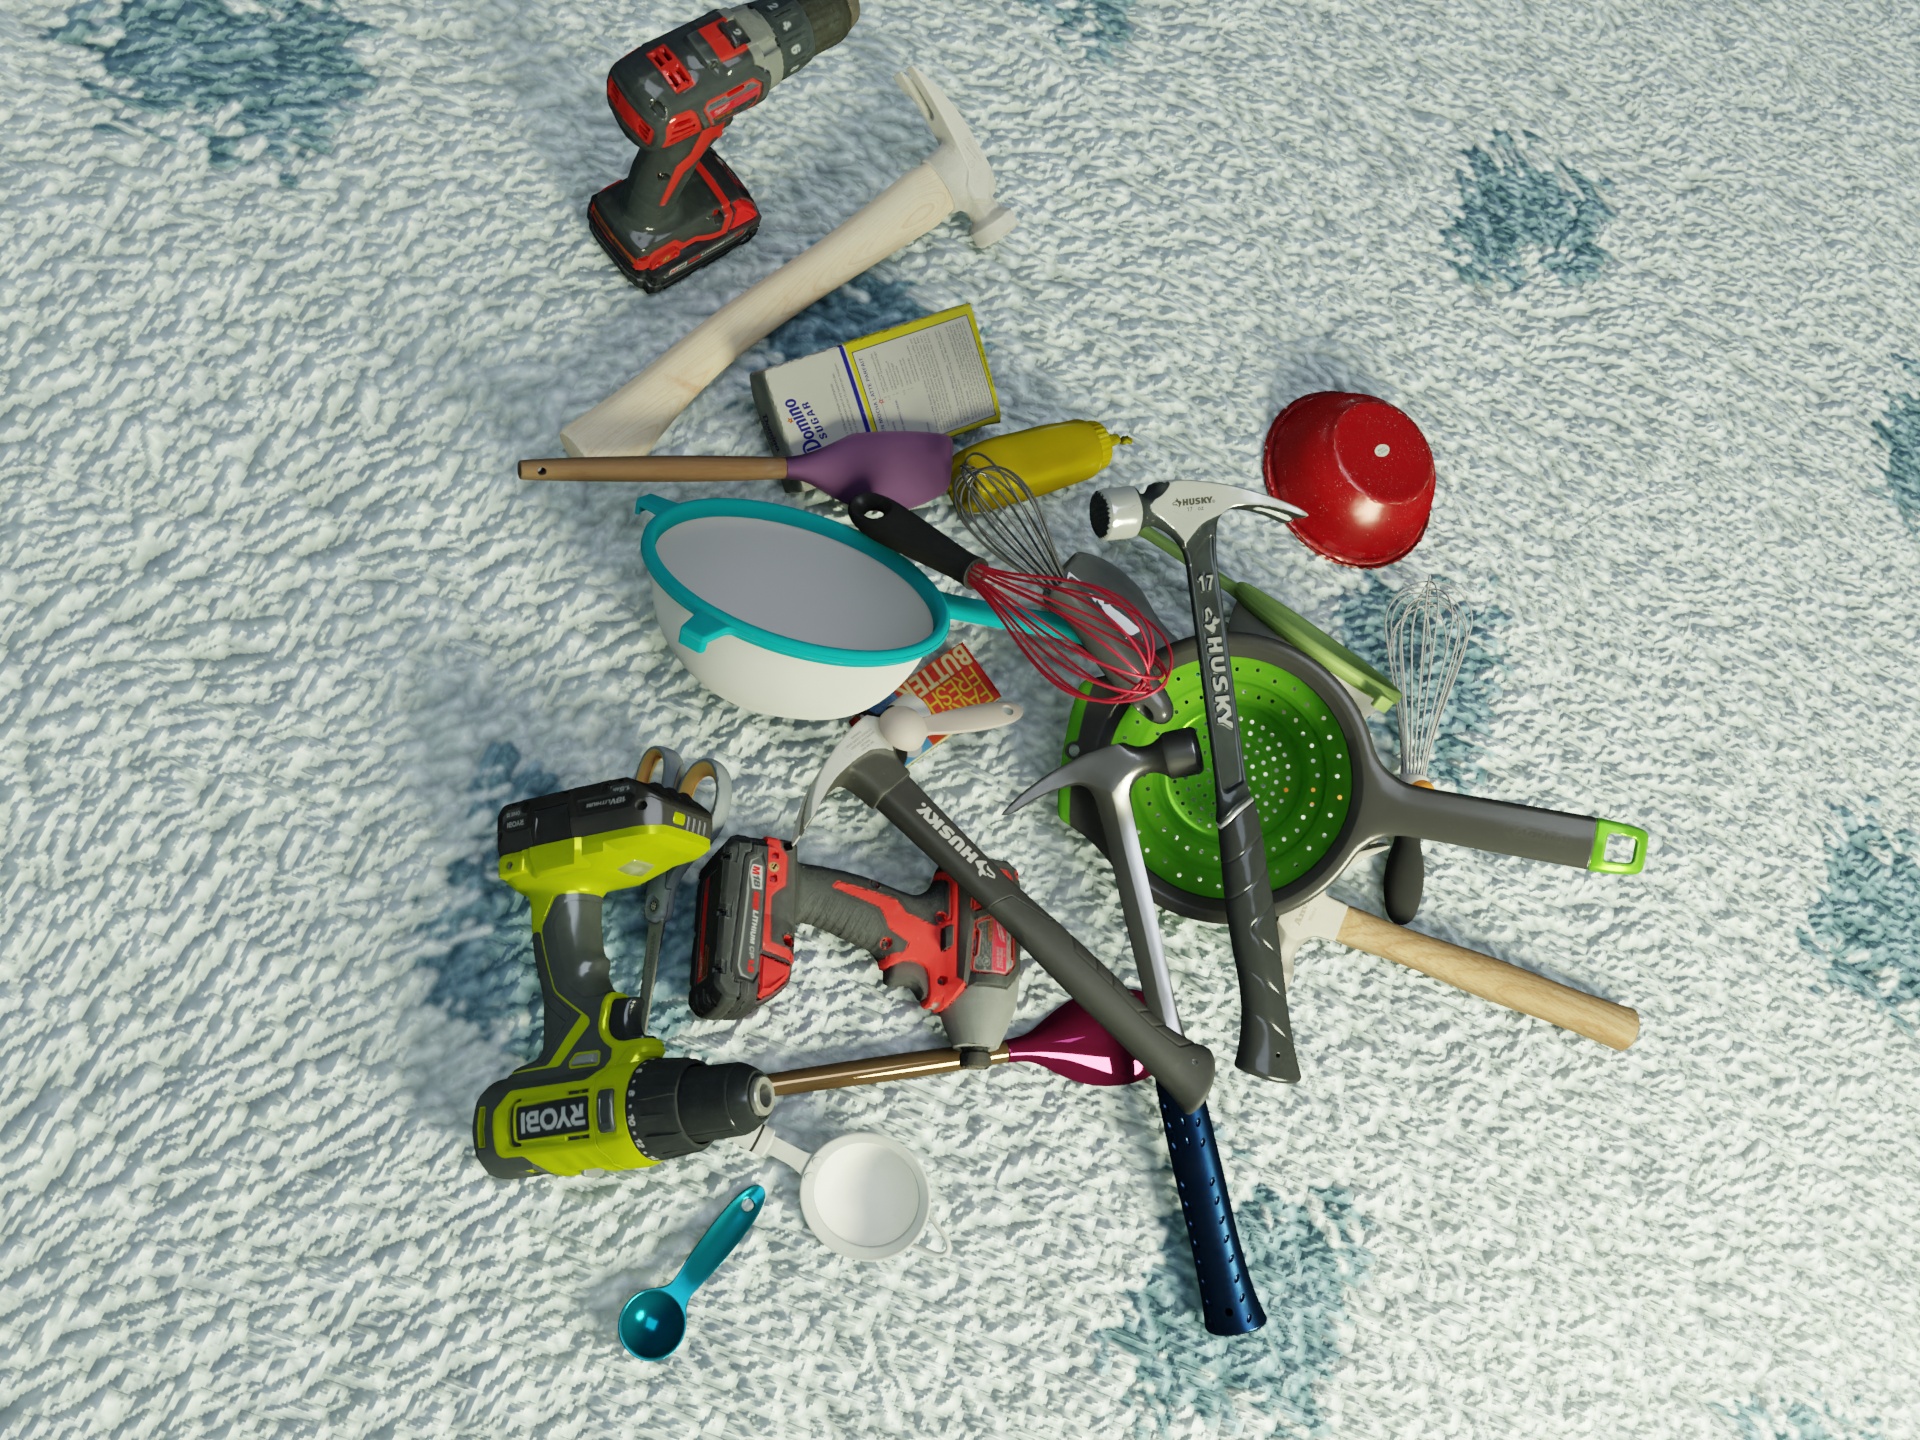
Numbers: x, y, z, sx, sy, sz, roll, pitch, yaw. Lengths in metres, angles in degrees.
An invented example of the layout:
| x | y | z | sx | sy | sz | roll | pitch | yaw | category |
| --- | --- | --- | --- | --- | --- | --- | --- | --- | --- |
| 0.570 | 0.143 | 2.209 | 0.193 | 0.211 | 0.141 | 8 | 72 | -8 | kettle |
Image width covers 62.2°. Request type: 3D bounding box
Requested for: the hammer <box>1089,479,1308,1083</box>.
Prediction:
| x | y | z | sx | sy | sz | roll | pitch | yaw | category |
| --- | --- | --- | --- | --- | --- | --- | --- | --- | --- |
| 0.185 | 0.040 | 1.063 | 0.149 | 0.036 | 0.409 | -8 | 90 | -19 | hammer |

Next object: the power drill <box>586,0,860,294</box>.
| x | y | z | sx | sy | sz | roll | pitch | yaw | category |
| --- | --- | --- | --- | --- | --- | --- | --- | --- | --- |
| -0.168 | -0.413 | 1.107 | 0.188 | 0.226 | 0.080 | -38 | 89 | -24 | power drill |

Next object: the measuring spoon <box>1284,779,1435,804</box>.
| x | y | z | sx | sy | sz | roll | pitch | yaw | category |
| --- | --- | --- | --- | --- | --- | --- | --- | --- | --- |
| 0.306 | 0.054 | 1.225 | 0.117 | 0.011 | 0.021 | 0 | 80 | 7 | measuring spoon |

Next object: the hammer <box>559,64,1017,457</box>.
| x | y | z | sx | sy | sz | roll | pitch | yaw | category |
| --- | --- | --- | --- | --- | --- | --- | --- | --- | --- |
| -0.135 | -0.325 | 1.179 | 0.411 | 0.038 | 0.146 | -43 | 112 | -21 | hammer |

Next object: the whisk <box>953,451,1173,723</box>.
| x | y | z | sx | sy | sz | roll | pitch | yaw | category |
| --- | --- | --- | --- | --- | --- | --- | --- | --- | --- |
| 0.073 | -0.093 | 1.115 | 0.055 | 0.055 | 0.239 | -33 | 78 | -24 | whisk |

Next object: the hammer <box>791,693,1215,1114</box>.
| x | y | z | sx | sy | sz | roll | pitch | yaw | category |
| --- | --- | --- | --- | --- | --- | --- | --- | --- | --- |
| 0.035 | 0.130 | 1.044 | 0.335 | 0.035 | 0.146 | 44 | 45 | 8 | hammer |

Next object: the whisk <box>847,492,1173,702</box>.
| x | y | z | sx | sy | sz | roll | pitch | yaw | category |
| --- | --- | --- | --- | --- | --- | --- | --- | --- | --- |
| 0.023 | -0.089 | 1.059 | 0.073 | 0.073 | 0.296 | -38 | 51 | -24 | whisk |

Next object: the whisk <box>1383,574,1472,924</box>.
| x | y | z | sx | sy | sz | roll | pitch | yaw | category |
| --- | --- | --- | --- | --- | --- | --- | --- | --- | --- |
| 0.359 | 0.020 | 1.255 | 0.070 | 0.070 | 0.285 | 13 | 76 | -15 | whisk |

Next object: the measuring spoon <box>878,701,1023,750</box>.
| x | y | z | sx | sy | sz | roll | pitch | yaw | category |
| --- | --- | --- | --- | --- | --- | --- | --- | --- | --- |
| -0.002 | -0.003 | 1.094 | 0.124 | 0.018 | 0.034 | -9 | 60 | -38 | measuring spoon |

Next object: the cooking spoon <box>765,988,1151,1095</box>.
| x | y | z | sx | sy | sz | roll | pitch | yaw | category |
| --- | --- | --- | --- | --- | --- | --- | --- | --- | --- |
| 0.007 | 0.231 | 1.093 | 0.318 | 0.017 | 0.069 | -4 | 76 | -21 | cooking spoon |

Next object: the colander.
| x | y | z | sx | sy | sz | roll | pitch | yaw | category |
| --- | --- | --- | --- | --- | --- | --- | --- | --- | --- |
| 0.273 | 0.054 | 1.134 | 0.397 | 0.094 | 0.204 | 10 | 92 | 12 | colander |

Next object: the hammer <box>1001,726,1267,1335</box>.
| x | y | z | sx | sy | sz | roll | pitch | yaw | category |
| --- | --- | --- | --- | --- | --- | --- | --- | --- | --- |
| 0.137 | 0.217 | 1.094 | 0.144 | 0.035 | 0.405 | -13 | 87 | 11 | hammer |

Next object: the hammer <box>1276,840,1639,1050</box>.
| x | y | z | sx | sy | sz | roll | pitch | yaw | category |
| --- | --- | --- | --- | --- | --- | --- | --- | --- | --- |
| 0.382 | 0.186 | 1.213 | 0.331 | 0.031 | 0.130 | 21 | 92 | -17 | hammer |

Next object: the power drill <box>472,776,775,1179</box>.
| x | y | z | sx | sy | sz | roll | pitch | yaw | category |
| --- | --- | --- | --- | --- | --- | --- | --- | --- | --- |
| -0.205 | 0.157 | 0.967 | 0.190 | 0.080 | 0.229 | -13 | 70 | 22 | power drill |

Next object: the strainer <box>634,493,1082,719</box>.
| x | y | z | sx | sy | sz | roll | pitch | yaw | category |
| --- | --- | --- | --- | --- | --- | --- | --- | --- | --- |
| -0.063 | -0.054 | 1.102 | 0.340 | 0.095 | 0.211 | 8 | 30 | -26 | strainer |

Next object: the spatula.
| x | y | z | sx | sy | sz | roll | pitch | yaw | category |
| --- | --- | --- | --- | --- | --- | --- | --- | --- | --- |
| -0.147 | -0.174 | 1.108 | 0.315 | 0.018 | 0.059 | -4 | 110 | -26 | spatula |

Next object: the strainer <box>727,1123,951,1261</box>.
| x | y | z | sx | sy | sz | roll | pitch | yaw | category |
| --- | --- | --- | --- | --- | --- | --- | --- | --- | --- |
| -0.120 | 0.273 | 1.026 | 0.258 | 0.050 | 0.087 | 28 | 99 | -3 | strainer |

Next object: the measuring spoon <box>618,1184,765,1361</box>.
| x | y | z | sx | sy | sz | roll | pitch | yaw | category |
| --- | --- | --- | --- | --- | --- | --- | --- | --- | --- |
| -0.168 | 0.346 | 1.005 | 0.042 | 0.021 | 0.129 | 43 | 57 | -2 | measuring spoon |

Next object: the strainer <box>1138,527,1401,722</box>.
| x | y | z | sx | sy | sz | roll | pitch | yaw | category |
| --- | --- | --- | --- | --- | --- | --- | --- | --- | --- |
| 0.211 | -0.067 | 1.214 | 0.256 | 0.151 | 0.069 | 35 | 103 | 7 | strainer |

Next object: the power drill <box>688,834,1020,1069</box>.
| x | y | z | sx | sy | sz | roll | pitch | yaw | category |
| --- | --- | --- | --- | --- | --- | --- | --- | --- | --- |
| -0.063 | 0.155 | 1.060 | 0.219 | 0.078 | 0.143 | 9 | 67 | -20 | power drill |
